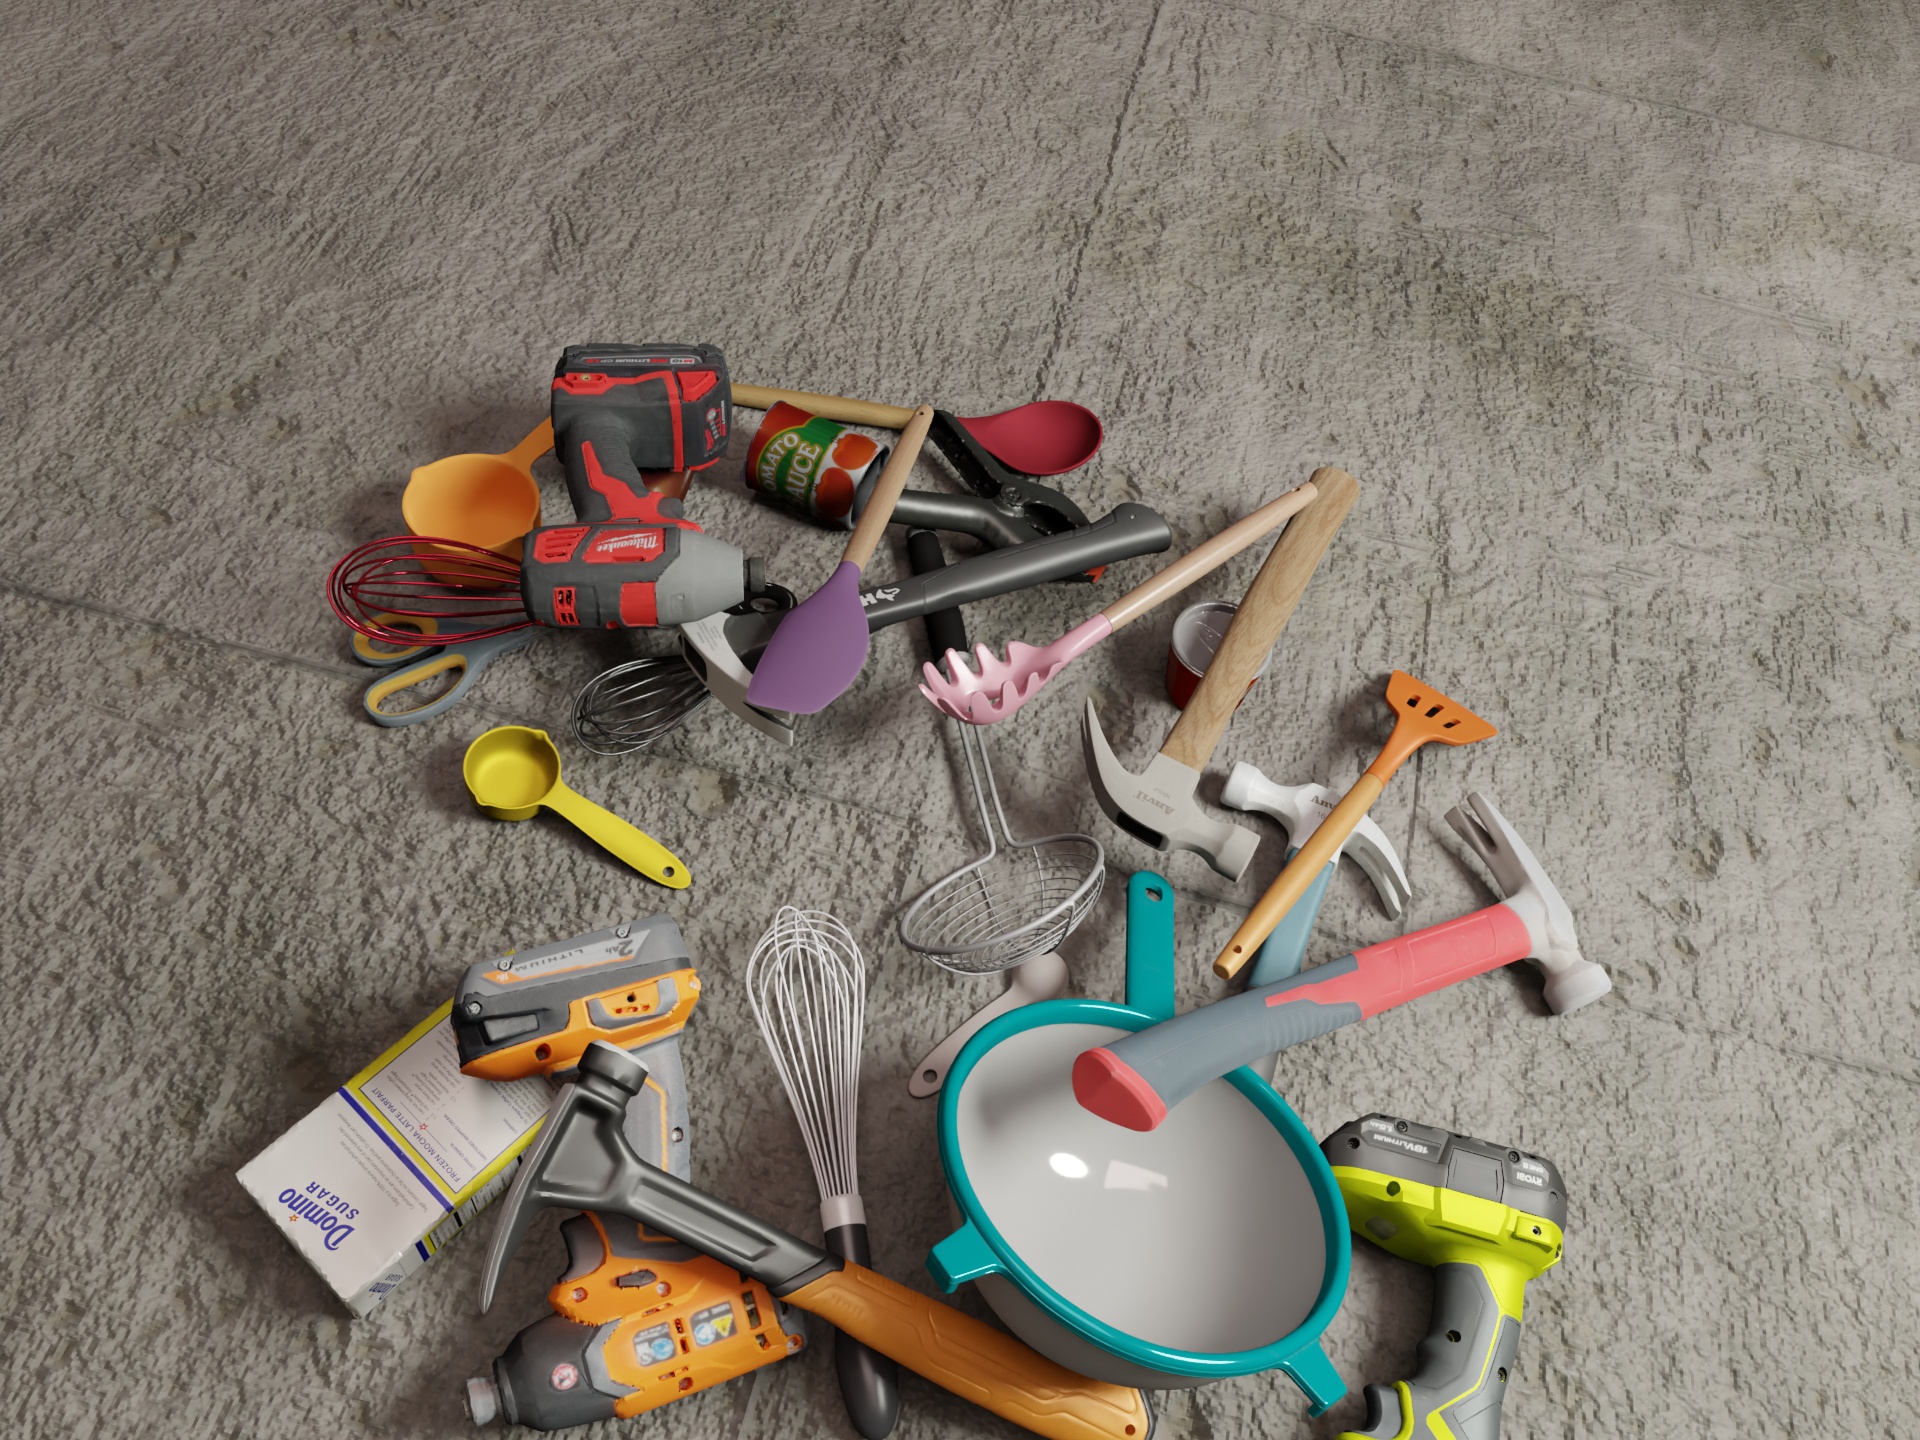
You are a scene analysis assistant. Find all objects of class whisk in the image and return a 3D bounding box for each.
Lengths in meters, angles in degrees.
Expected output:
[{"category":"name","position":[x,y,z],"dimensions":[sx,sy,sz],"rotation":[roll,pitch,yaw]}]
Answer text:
[{"category":"whisk","position":[-0.140,-0.036,1.028],"dimensions":[0.239,0.055,0.055],"rotation":[-23,61,-26]},{"category":"whisk","position":[-0.248,-0.080,1.020],"dimensions":[0.295,0.073,0.073],"rotation":[1,54,-21]},{"category":"whisk","position":[-0.067,0.231,0.847],"dimensions":[0.070,0.070,0.285],"rotation":[-7,61,-12]}]

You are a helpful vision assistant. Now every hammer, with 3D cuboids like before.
[{"category":"hammer","position":[-0.012,-0.081,1.022],"dimensions":[0.334,0.035,0.146],"rotation":[-17,48,-20]},{"category":"hammer","position":[-0.056,0.282,0.756],"dimensions":[0.336,0.034,0.127],"rotation":[30,68,-11]},{"category":"hammer","position":[0.181,-0.052,1.018],"dimensions":[0.130,0.031,0.331],"rotation":[26,57,11]},{"category":"hammer","position":[0.207,0.133,0.873],"dimensions":[0.386,0.038,0.143],"rotation":[-9,62,-37]},{"category":"hammer","position":[0.173,0.173,0.928],"dimensions":[0.128,0.033,0.331],"rotation":[21,56,9]}]

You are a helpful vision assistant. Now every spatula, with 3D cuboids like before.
[{"category":"spatula","position":[-0.061,-0.111,1.013],"dimensions":[0.060,0.018,0.316],"rotation":[10,45,9]},{"category":"spatula","position":[0.241,0.058,0.982],"dimensions":[0.081,0.041,0.323],"rotation":[34,52,19]}]

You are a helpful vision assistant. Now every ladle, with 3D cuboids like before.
[{"category":"ladle","position":[-0.052,-0.225,1.180],"dimensions":[0.315,0.031,0.069],"rotation":[9,61,1]}]

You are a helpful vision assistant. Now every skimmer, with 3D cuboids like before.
[{"category":"skimmer","position":[-0.002,-0.003,0.992],"dimensions":[0.127,0.090,0.364],"rotation":[-21,55,10]}]

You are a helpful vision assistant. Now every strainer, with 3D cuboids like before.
[{"category":"strainer","position":[0.083,0.211,0.833],"dimensions":[0.211,0.095,0.341],"rotation":[20,32,-5]}]

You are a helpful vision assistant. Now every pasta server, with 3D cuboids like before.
[{"category":"pasta server","position":[0.109,-0.080,1.000],"dimensions":[0.316,0.040,0.060],"rotation":[-33,37,-22]}]

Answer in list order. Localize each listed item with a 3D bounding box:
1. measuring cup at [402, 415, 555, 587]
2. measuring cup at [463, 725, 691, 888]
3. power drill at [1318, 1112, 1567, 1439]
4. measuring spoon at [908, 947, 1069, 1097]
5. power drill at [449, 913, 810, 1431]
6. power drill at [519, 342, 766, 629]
[{"category":"measuring cup","position":[-0.304,-0.157,1.087],"dimensions":[0.095,0.052,0.174],"rotation":[27,53,11]},{"category":"measuring cup","position":[-0.231,0.061,0.965],"dimensions":[0.156,0.029,0.062],"rotation":[33,57,2]},{"category":"power drill","position":[0.217,0.325,0.802],"dimensions":[0.190,0.080,0.229],"rotation":[15,57,3]},{"category":"measuring spoon","position":[0.016,0.173,0.916],"dimensions":[0.034,0.018,0.124],"rotation":[41,61,20]},{"category":"power drill","position":[-0.182,0.225,0.784],"dimensions":[0.164,0.084,0.226],"rotation":[-14,78,-22]},{"category":"power drill","position":[-0.195,-0.144,1.000],"dimensions":[0.143,0.078,0.220],"rotation":[-2,47,-7]}]
